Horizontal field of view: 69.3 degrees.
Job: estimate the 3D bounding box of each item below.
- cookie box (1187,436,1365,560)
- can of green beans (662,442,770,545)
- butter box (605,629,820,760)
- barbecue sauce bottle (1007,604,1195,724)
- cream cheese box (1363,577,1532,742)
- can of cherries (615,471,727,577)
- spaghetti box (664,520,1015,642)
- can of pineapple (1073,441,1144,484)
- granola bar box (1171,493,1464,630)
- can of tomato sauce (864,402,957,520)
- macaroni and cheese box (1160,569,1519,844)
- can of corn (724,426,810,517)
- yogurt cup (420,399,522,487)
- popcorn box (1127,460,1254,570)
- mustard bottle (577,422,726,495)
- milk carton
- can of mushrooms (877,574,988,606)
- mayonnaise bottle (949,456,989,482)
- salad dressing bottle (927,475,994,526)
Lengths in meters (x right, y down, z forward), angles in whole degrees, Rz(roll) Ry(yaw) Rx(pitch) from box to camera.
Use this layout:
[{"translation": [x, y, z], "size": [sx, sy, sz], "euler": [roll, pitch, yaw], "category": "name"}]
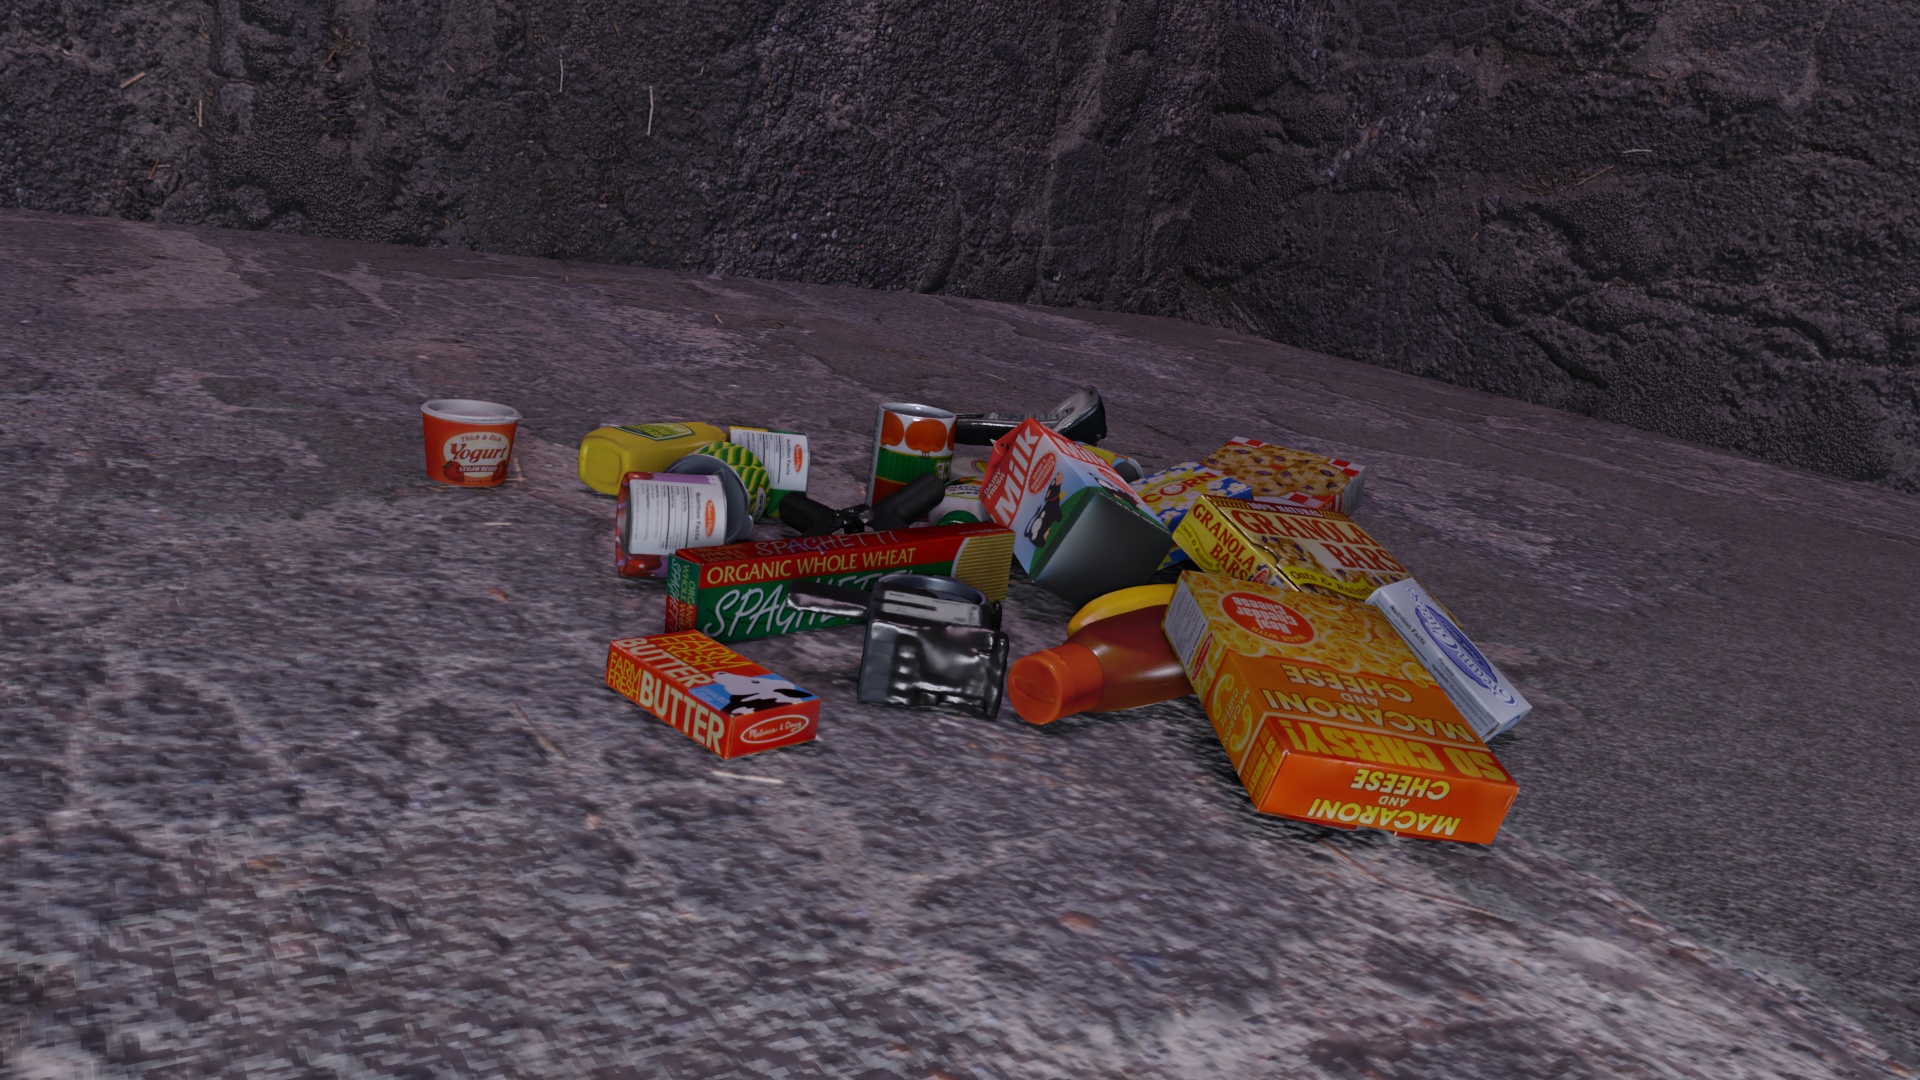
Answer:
[{"translation": [0.243, -0.030, 1.150], "size": [0.123, 0.040, 0.168], "euler": [18, 34, 34], "category": "cookie box"}, {"translation": [-0.169, -0.031, 0.952], "size": [0.071, 0.071, 0.058], "euler": [10, 14, 5], "category": "can of green beans"}, {"translation": [-0.120, 0.072, 0.666], "size": [0.103, 0.024, 0.053], "euler": [21, 18, 40], "category": "butter box"}, {"translation": [0.086, 0.068, 0.764], "size": [0.065, 0.043, 0.149], "euler": [25, 22, 37], "category": "barbecue sauce bottle"}, {"translation": [0.283, 0.070, 0.815], "size": [0.053, 0.024, 0.104], "euler": [-9, 55, -49], "category": "cream cheese box"}, {"translation": [-0.181, -0.008, 0.864], "size": [0.058, 0.071, 0.071], "euler": [2, 16, -23], "category": "can of cherries"}, {"translation": [-0.064, 0.023, 0.839], "size": [0.251, 0.050, 0.029], "euler": [-6, 19, -44], "category": "spaghetti box"}, {"translation": [0.112, -0.044, 1.174], "size": [0.071, 0.070, 0.058], "euler": [-5, 20, -44], "category": "can of pineapple"}, {"translation": [0.233, 0.026, 0.898], "size": [0.166, 0.039, 0.124], "euler": [5, 36, -43], "category": "granola bar box"}, {"translation": [-0.038, -0.064, 1.123], "size": [0.071, 0.083, 0.071], "euler": [8, 14, -2], "category": "can of tomato sauce"}, {"translation": [0.185, 0.081, 0.705], "size": [0.124, 0.040, 0.167], "euler": [10, 26, -14], "category": "macaroni and cheese box"}, {"translation": [-0.148, -0.050, 1.043], "size": [0.058, 0.071, 0.071], "euler": [4, 15, -16], "category": "can of corn"}, {"translation": [-0.360, -0.071, 1.018], "size": [0.072, 0.053, 0.072], "euler": [8, 14, -2], "category": "yogurt cup"}, {"translation": [0.147, -0.015, 1.048], "size": [0.127, 0.038, 0.085], "euler": [-20, 25, -18], "category": "popcorn box"}, {"translation": [-0.227, -0.068, 1.093], "size": [0.065, 0.048, 0.161], "euler": [17, 17, 25], "category": "mustard bottle"}, {"translation": [0.071, -0.025, 0.970], "size": [0.072, 0.073, 0.191], "euler": [28, 14, -23], "category": "milk carton"}, {"translation": [-0.018, 0.044, 0.815], "size": [0.071, 0.033, 0.071], "euler": [7, 14, -2], "category": "can of mushrooms"}, {"translation": [0.054, -0.033, 1.140], "size": [0.148, 0.041, 0.065], "euler": [20, 16, 39], "category": "mayonnaise bottle"}, {"translation": [0.004, -0.013, 1.028], "size": [0.064, 0.044, 0.148], "euler": [7, 14, 4], "category": "salad dressing bottle"}]
